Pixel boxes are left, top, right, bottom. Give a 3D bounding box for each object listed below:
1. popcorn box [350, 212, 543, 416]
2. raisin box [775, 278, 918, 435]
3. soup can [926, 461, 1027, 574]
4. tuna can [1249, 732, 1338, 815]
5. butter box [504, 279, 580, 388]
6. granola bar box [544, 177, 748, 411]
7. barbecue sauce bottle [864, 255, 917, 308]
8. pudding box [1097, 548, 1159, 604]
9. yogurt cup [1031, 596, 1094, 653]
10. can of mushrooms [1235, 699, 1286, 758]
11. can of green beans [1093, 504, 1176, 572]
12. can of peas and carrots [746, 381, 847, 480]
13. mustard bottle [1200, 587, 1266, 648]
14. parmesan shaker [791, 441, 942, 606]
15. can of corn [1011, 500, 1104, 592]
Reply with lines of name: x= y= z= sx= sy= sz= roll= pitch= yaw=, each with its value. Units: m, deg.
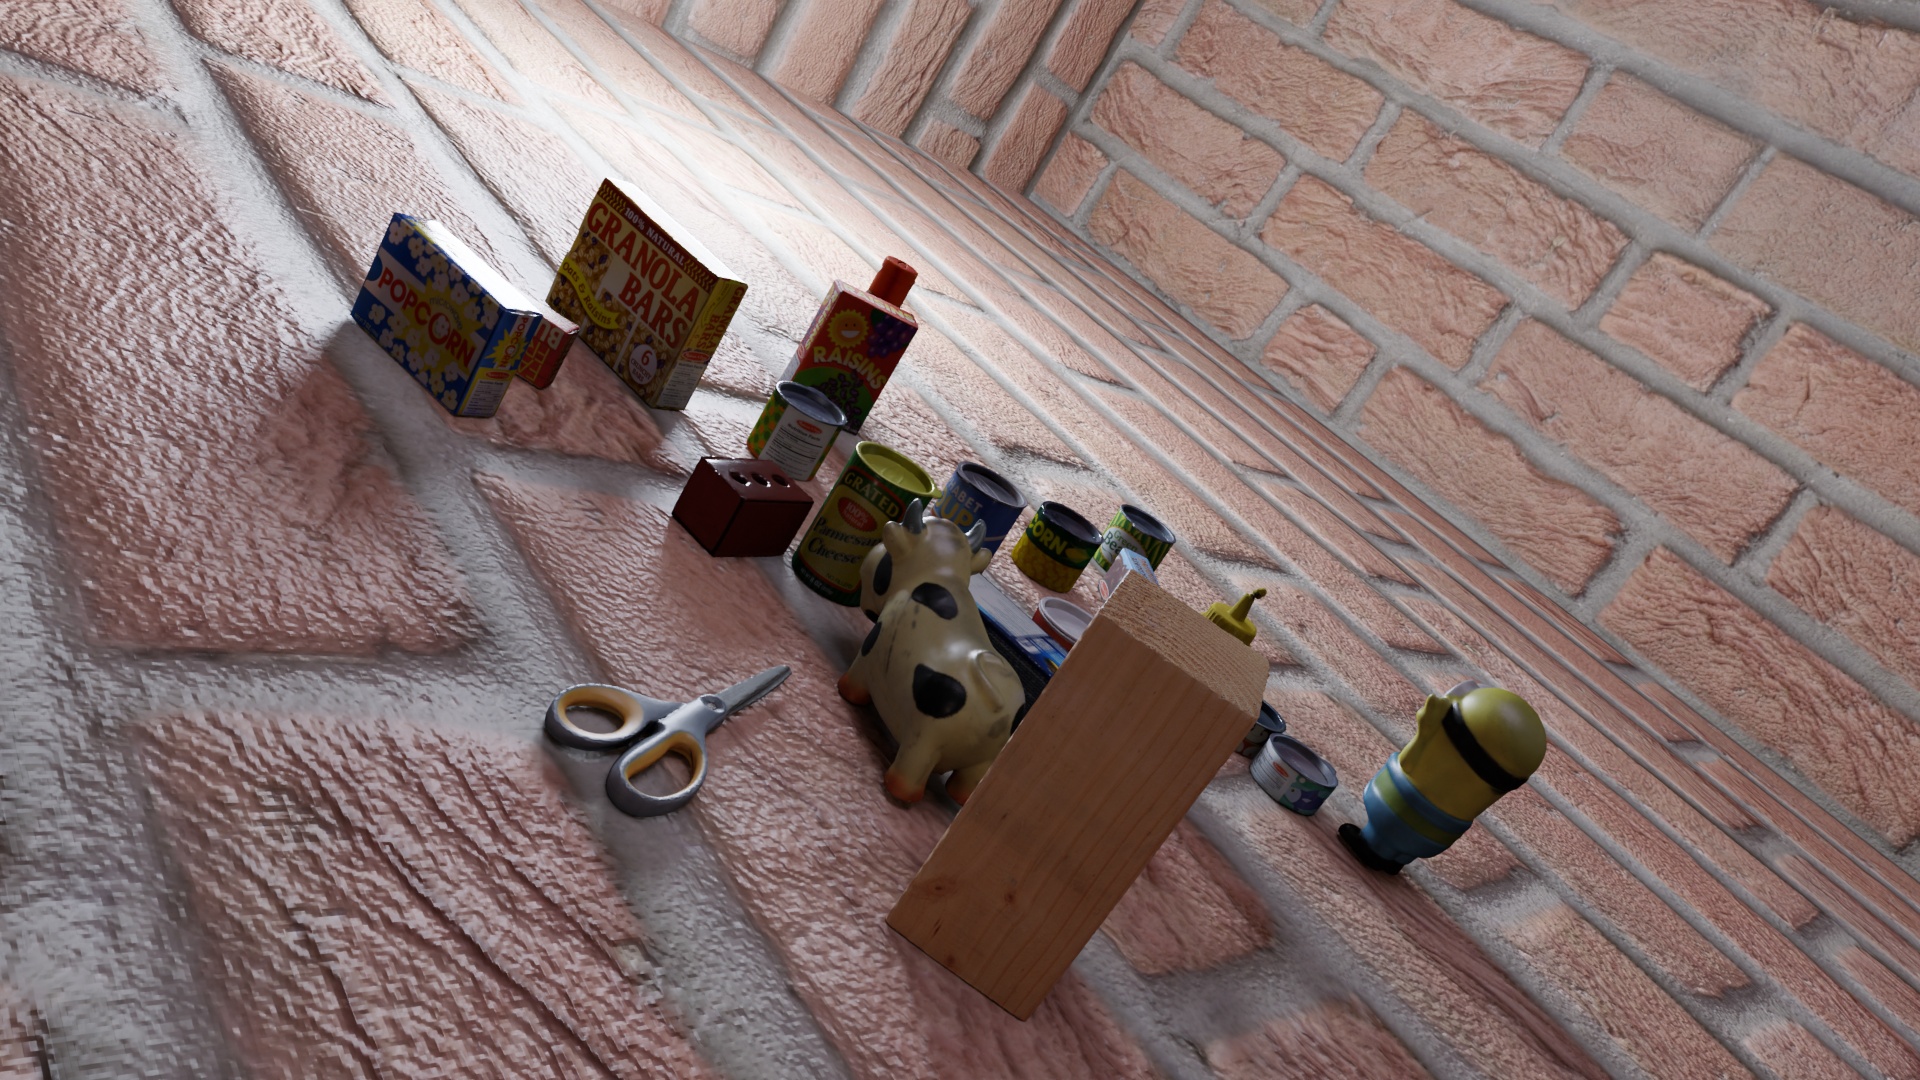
popcorn box: x=-0.353 y=-0.154 z=0.951 sx=0.127 sy=0.085 sz=0.038 roll=40 pitch=20 yaw=20
raisin box: x=-0.107 y=-0.172 z=1.307 sx=0.086 sy=0.123 sz=0.040 roll=23 pitch=21 yaw=-24
soup can: x=0.004 y=-0.014 z=1.155 sx=0.071 sy=0.083 sz=0.071 roll=28 pitch=19 yaw=-11
tuna can: x=0.275 y=0.192 z=1.142 sx=0.071 sy=0.032 sz=0.071 roll=28 pitch=20 yaw=-11
butter box: x=-0.341 y=-0.162 z=1.037 sx=0.103 sy=0.053 sz=0.024 roll=32 pitch=19 yaw=0
granola bar box: x=-0.263 y=-0.204 z=1.148 sx=0.166 sy=0.123 sz=0.039 roll=42 pitch=21 yaw=26
barbecue sauce bottle: x=-0.093 y=-0.211 z=1.383 sx=0.043 sy=0.148 sz=0.065 roll=30 pitch=19 yaw=-5
pudding box: x=0.158 y=0.048 z=1.287 sx=0.030 sy=0.049 sz=0.084 roll=26 pitch=20 yaw=-17
yogurt cup: x=0.077 y=0.084 z=1.073 sx=0.072 sy=0.053 sz=0.073 roll=28 pitch=20 yaw=-11
can of mushrooms: x=0.239 y=0.152 z=1.184 sx=0.071 sy=0.033 sz=0.071 roll=28 pitch=20 yaw=-11
can of green beans: x=0.174 y=0.005 z=1.402 sx=0.071 sy=0.057 sz=0.071 roll=28 pitch=20 yaw=-11
can of peas and carrots: x=-0.138 y=-0.093 z=1.167 sx=0.071 sy=0.058 sz=0.071 roll=28 pitch=20 yaw=-11
mustard bottle: x=0.177 y=0.095 z=1.038 sx=0.049 sy=0.159 sz=0.065 roll=29 pitch=19 yaw=-10
parmesan shaker: x=-0.068 y=-0.010 z=1.005 sx=0.071 sy=0.102 sz=0.071 roll=28 pitch=19 yaw=-11
can of corn: x=0.086 y=0.006 z=1.269 sx=0.071 sy=0.058 sz=0.071 roll=28 pitch=20 yaw=-11
